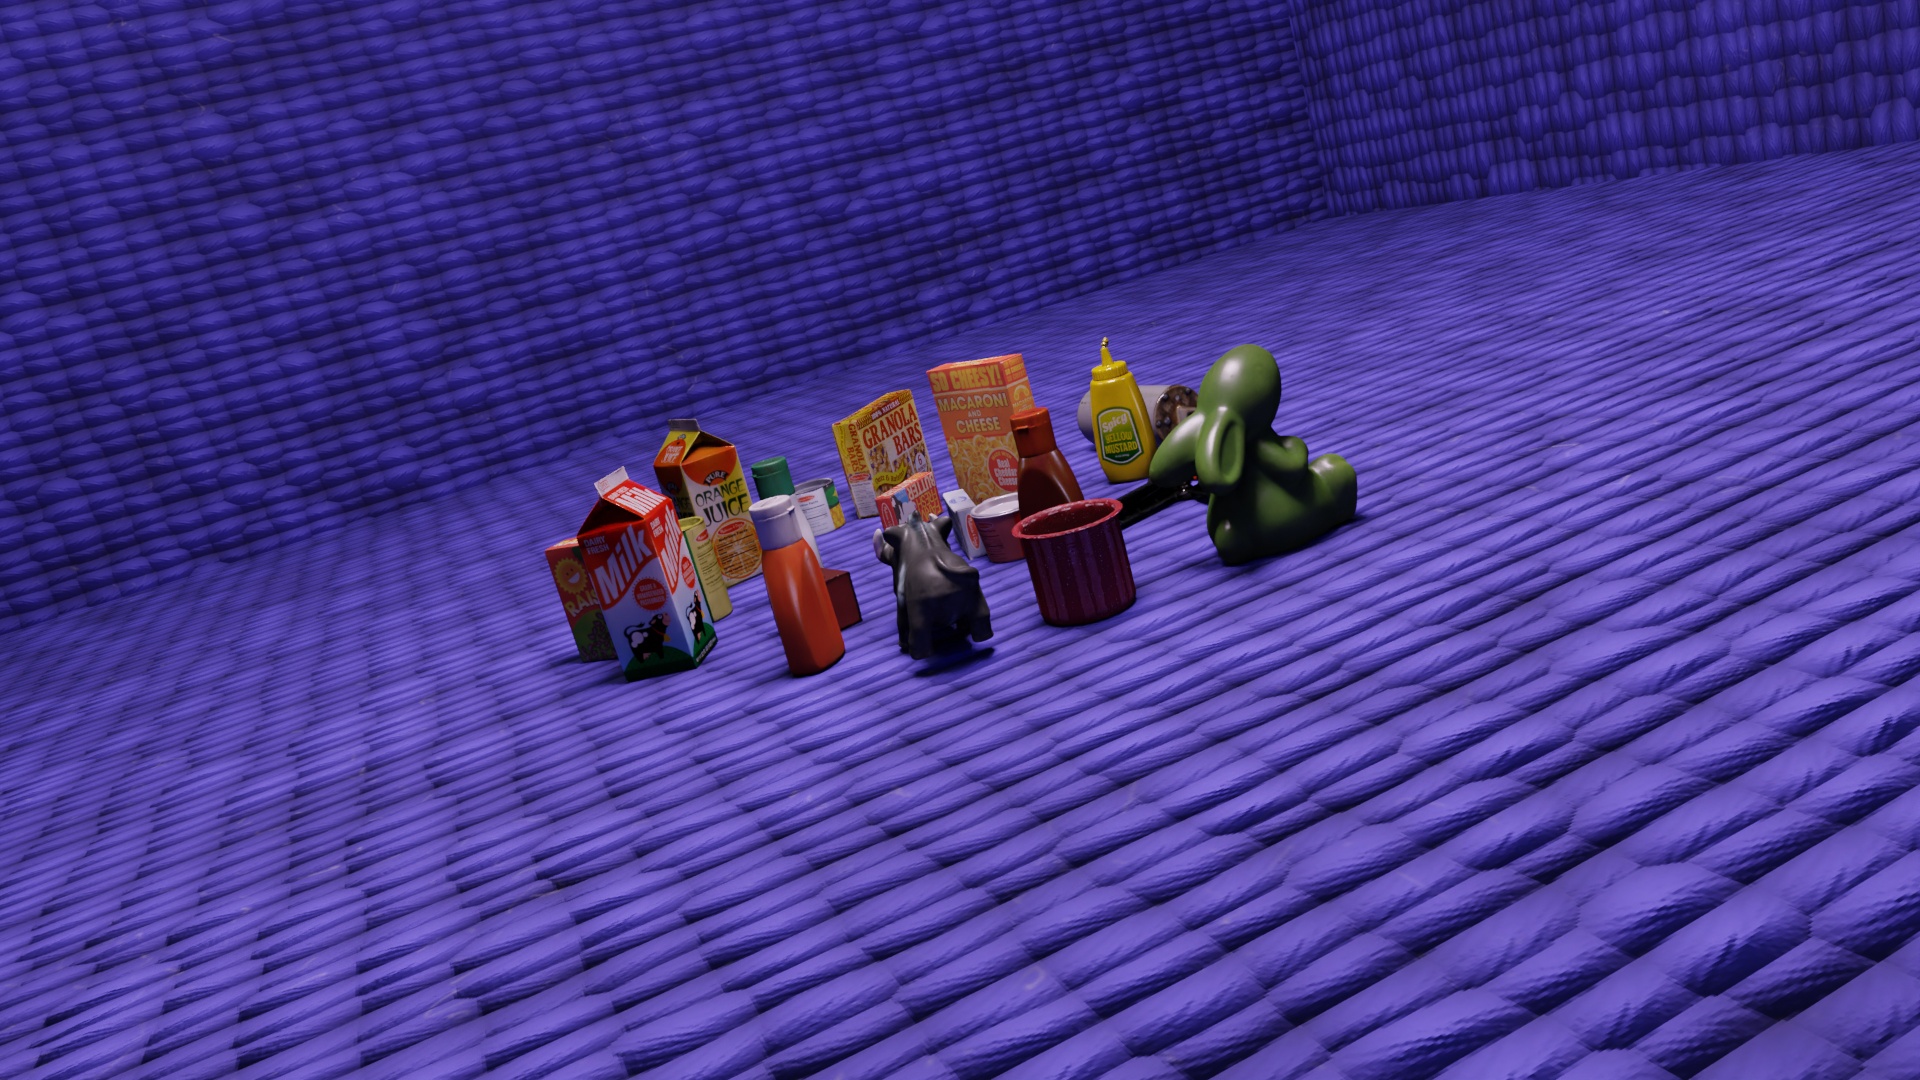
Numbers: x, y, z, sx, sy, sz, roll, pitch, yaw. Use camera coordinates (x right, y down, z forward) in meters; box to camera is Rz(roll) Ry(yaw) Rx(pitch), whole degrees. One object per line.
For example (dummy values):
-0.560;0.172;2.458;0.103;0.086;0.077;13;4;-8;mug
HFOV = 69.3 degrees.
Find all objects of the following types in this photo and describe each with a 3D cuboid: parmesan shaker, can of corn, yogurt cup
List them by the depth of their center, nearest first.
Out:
0.049;-0.012;1.367;0.072;0.053;0.072;-14;14;4;yogurt cup
-0.283;0.035;1.435;0.071;0.102;0.071;-15;14;4;parmesan shaker
-0.180;-0.040;1.714;0.071;0.058;0.071;-14;14;4;can of corn

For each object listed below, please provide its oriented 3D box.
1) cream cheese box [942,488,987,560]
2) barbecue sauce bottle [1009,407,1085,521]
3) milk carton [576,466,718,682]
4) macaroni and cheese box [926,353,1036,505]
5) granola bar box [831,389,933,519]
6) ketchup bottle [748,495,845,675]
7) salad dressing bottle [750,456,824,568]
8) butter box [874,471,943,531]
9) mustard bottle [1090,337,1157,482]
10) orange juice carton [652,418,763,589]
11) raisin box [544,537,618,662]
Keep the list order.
0.005;-0.018;1.438;0.024;0.053;0.104;-16;14;-4;cream cheese box
0.080;-0.046;1.272;0.065;0.148;0.044;-7;16;32;barbecue sauce bottle
-0.297;0.028;1.298;0.073;0.190;0.072;-13;14;11;milk carton
0.036;-0.124;1.585;0.123;0.166;0.040;-1;20;46;macaroni and cheese box
-0.097;-0.112;1.766;0.039;0.124;0.166;-9;15;25;granola bar box
-0.141;0.036;1.184;0.043;0.148;0.065;-10;14;20;ketchup bottle
-0.174;-0.010;1.403;0.044;0.147;0.064;-22;15;-25;salad dressing bottle
-0.058;-0.040;1.591;0.024;0.053;0.104;-7;16;30;butter box
0.173;-0.145;1.532;0.065;0.159;0.049;-10;14;21;mustard bottle
-0.285;-0.045;1.566;0.073;0.192;0.072;-24;16;-33;orange juice carton
-0.355;0.055;1.391;0.086;0.123;0.040;-9;15;26;raisin box
